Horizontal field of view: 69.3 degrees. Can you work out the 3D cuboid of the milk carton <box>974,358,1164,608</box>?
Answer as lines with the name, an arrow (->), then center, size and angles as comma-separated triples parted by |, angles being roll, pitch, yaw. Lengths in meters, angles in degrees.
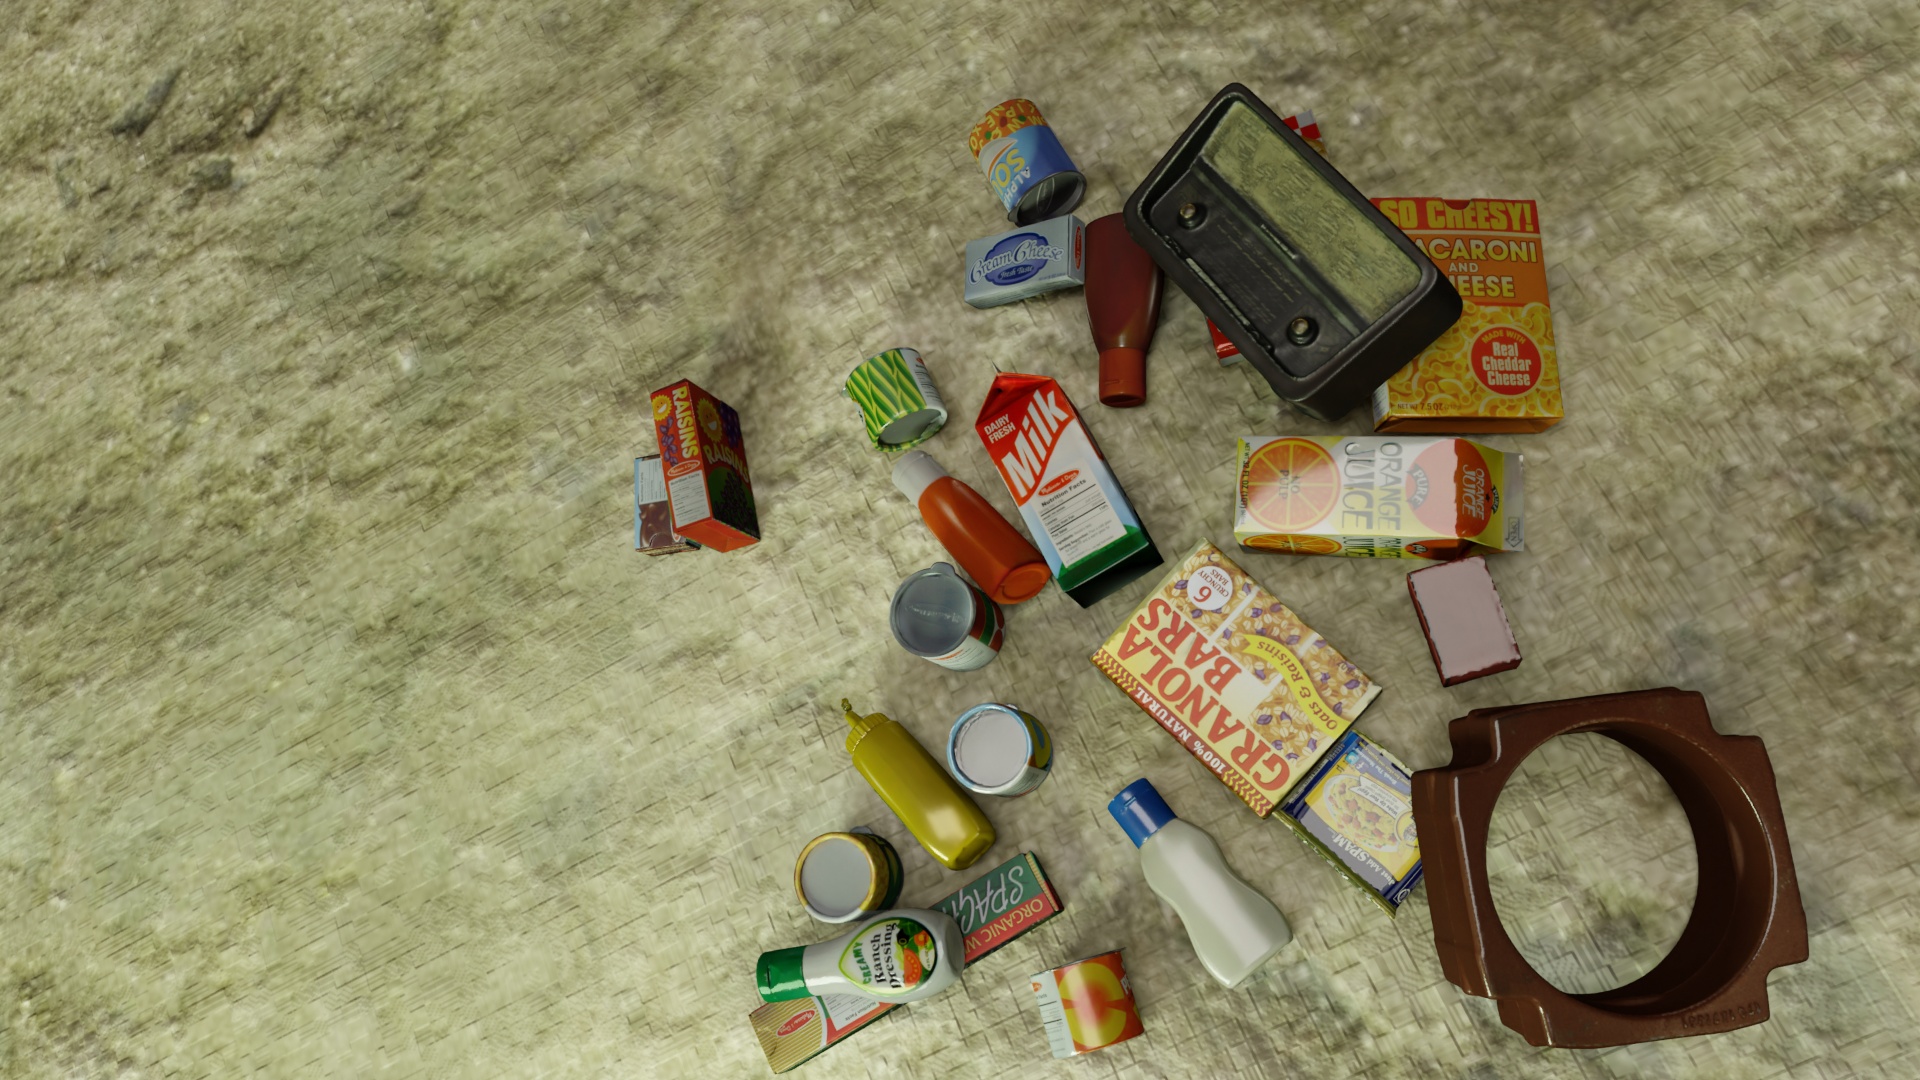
milk carton -> 0.073, -0.052, 1.052 | 0.073, 0.072, 0.191 | -31, 70, 9

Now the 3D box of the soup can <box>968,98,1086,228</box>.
soup can -> 0.051, -0.304, 1.124 | 0.071, 0.071, 0.084 | -32, 69, 8

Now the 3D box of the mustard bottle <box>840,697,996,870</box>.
mustard bottle -> -0.041, 0.176, 1.039 | 0.049, 0.065, 0.160 | -45, 62, -2

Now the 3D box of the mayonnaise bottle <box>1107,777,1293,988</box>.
mayonnaise bottle -> 0.162, 0.234, 0.969 | 0.065, 0.041, 0.148 | -40, 67, 4

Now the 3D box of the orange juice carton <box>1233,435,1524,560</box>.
orange juice carton -> 0.292, -0.029, 0.974 | 0.193, 0.073, 0.072 | 2, 77, 18

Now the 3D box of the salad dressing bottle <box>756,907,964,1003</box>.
salad dressing bottle -> -0.073, 0.302, 0.993 | 0.147, 0.044, 0.064 | -14, 72, 15

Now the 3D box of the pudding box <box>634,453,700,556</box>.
pudding box -> -0.248, -0.031, 1.174 | 0.049, 0.030, 0.084 | -8, 74, 15

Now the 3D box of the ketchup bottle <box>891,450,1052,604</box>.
ketchup bottle -> 0.004, -0.013, 1.072 | 0.149, 0.065, 0.043 | 46, 118, 31

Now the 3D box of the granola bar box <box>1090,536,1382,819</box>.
granola bar box -> 0.196, 0.097, 0.992 | 0.166, 0.039, 0.124 | 43, 91, 22

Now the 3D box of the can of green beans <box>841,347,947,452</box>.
can of green beans -> -0.051, -0.112, 1.111 | 0.071, 0.071, 0.058 | -29, 70, 10

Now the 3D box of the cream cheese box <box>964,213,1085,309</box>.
cream cheese box -> 0.050, -0.222, 1.111 | 0.103, 0.024, 0.053 | -7, 75, 36

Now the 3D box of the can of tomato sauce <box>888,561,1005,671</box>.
can of tomato sauce -> -0.008, 0.059, 1.044 | 0.071, 0.083, 0.071 | -4, 75, 17

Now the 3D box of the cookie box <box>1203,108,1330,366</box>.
cookie box -> 0.234, -0.230, 1.061 | 0.123, 0.040, 0.168 | -17, 72, 14

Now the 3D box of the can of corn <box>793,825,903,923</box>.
can of corn -> -0.083, 0.248, 1.035 | 0.071, 0.058, 0.071 | -4, 76, 17

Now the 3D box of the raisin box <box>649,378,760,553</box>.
raisin box -> -0.209, -0.060, 1.138 | 0.040, 0.086, 0.123 | -19, 72, 15

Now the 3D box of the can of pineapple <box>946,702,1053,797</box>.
can of pineapple -> 0.028, 0.153, 1.022 | 0.071, 0.058, 0.071 | -4, 75, 17

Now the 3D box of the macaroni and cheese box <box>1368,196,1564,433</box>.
macaroni and cheese box -> 0.352, -0.161, 0.985 | 0.124, 0.040, 0.167 | 0, 76, -4

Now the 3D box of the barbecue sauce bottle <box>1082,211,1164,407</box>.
barbecue sauce bottle -> 0.127, -0.179, 1.081 | 0.065, 0.043, 0.149 | -6, 75, 32

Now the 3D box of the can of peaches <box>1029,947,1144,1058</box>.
can of peaches -> 0.090, 0.319, 0.957 | 0.071, 0.071, 0.058 | -21, 71, 12

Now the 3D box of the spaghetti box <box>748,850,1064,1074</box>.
spaghetti box -> -0.040, 0.310, 1.021 | 0.250, 0.028, 0.050 | -32, 69, 8
